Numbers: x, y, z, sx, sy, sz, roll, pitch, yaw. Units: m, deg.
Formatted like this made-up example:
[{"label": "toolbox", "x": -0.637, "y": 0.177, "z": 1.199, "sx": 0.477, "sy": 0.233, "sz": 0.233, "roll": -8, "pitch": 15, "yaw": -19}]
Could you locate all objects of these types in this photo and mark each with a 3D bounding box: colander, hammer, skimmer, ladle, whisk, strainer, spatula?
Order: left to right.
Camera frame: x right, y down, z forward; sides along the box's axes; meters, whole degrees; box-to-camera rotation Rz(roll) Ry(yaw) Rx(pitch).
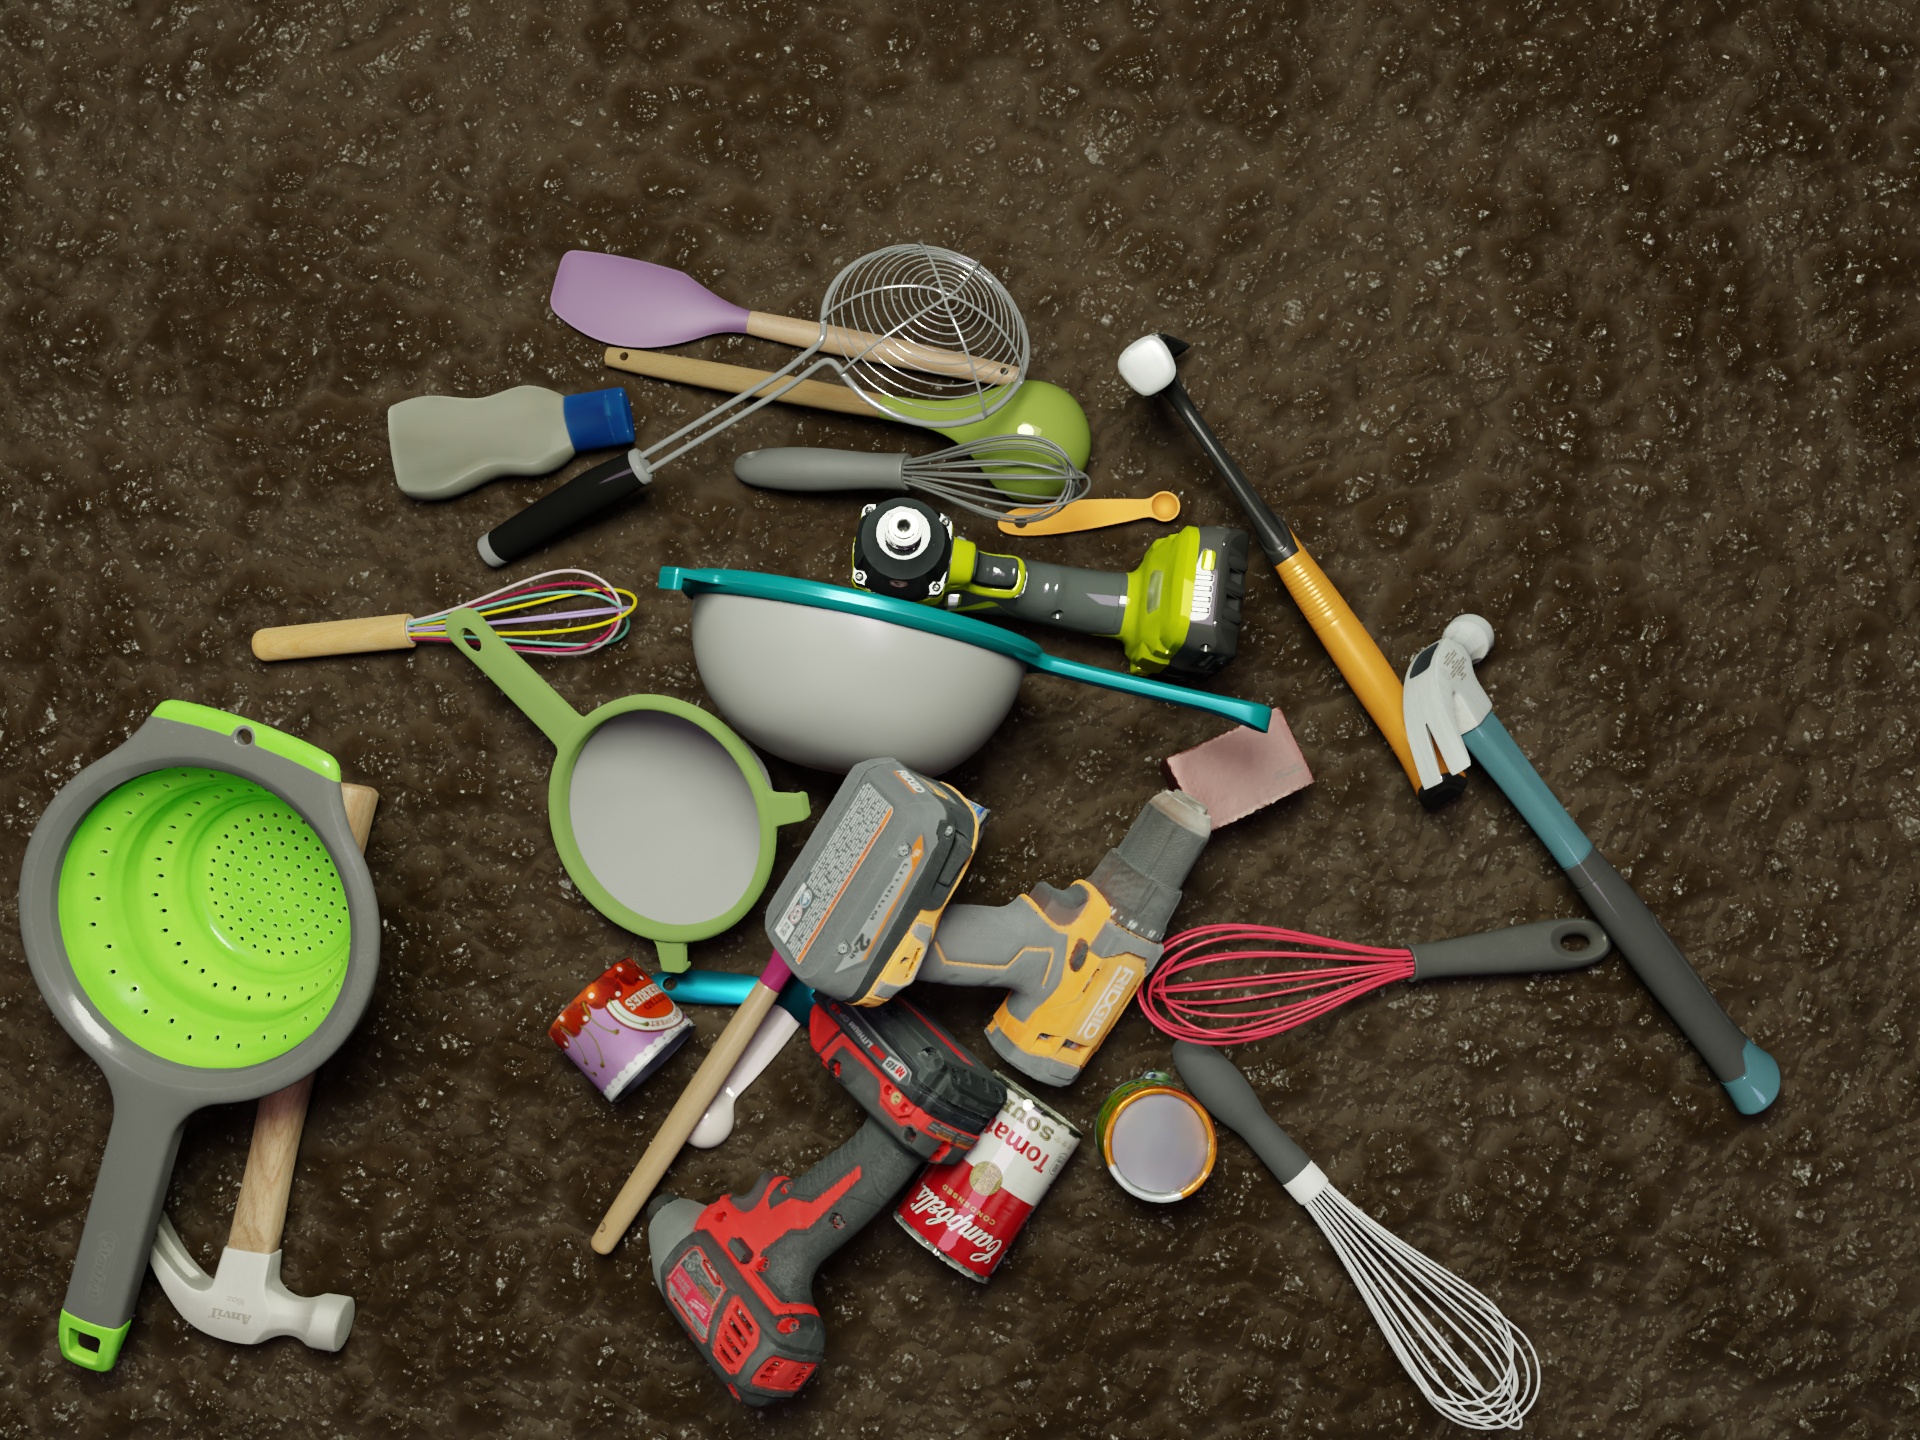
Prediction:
[{"label": "colander", "x": -0.435, "y": 0.180, "z": 0.915, "sx": 0.204, "sy": 0.094, "sz": 0.397, "roll": 19, "pitch": 99, "yaw": 2}, {"label": "hammer", "x": -0.405, "y": 0.201, "z": 0.962, "sx": 0.130, "sy": 0.031, "sz": 0.331, "roll": 8, "pitch": 81, "yaw": 1}, {"label": "whisk", "x": -0.323, "y": -0.059, "z": 1.000, "sx": 0.245, "sy": 0.051, "sz": 0.047, "roll": -5, "pitch": 61, "yaw": 4}, {"label": "strainer", "x": -0.205, "y": 0.017, "z": 0.964, "sx": 0.256, "sy": 0.069, "sz": 0.151, "roll": 43, "pitch": 113, "yaw": 8}, {"label": "skimmer", "x": -0.133, "y": -0.177, "z": 0.987, "sx": 0.363, "sy": 0.090, "sz": 0.127, "roll": -26, "pitch": 73, "yaw": 17}, {"label": "spatula", "x": -0.113, "y": -0.251, "z": 1.034, "sx": 0.316, "sy": 0.018, "sz": 0.060, "roll": 12, "pitch": 82, "yaw": 3}, {"label": "ladle", "x": -0.074, "y": -0.202, "z": 1.021, "sx": 0.320, "sy": 0.062, "sz": 0.078, "roll": 12, "pitch": 84, "yaw": 9}, {"label": "whisk", "x": -0.035, "y": -0.150, "z": 0.977, "sx": 0.239, "sy": 0.055, "sz": 0.055, "roll": 6, "pitch": 81, "yaw": 22}, {"label": "strainer", "x": -0.001, "y": -0.003, "z": 0.897, "sx": 0.340, "sy": 0.211, "sz": 0.095, "roll": 13, "pitch": 87, "yaw": 6}, {"label": "hammer", "x": 0.207, "y": -0.092, "z": 0.978, "sx": 0.034, "sy": 0.127, "sz": 0.337, "roll": -34, "pitch": 93, "yaw": 19}, {"label": "whisk", "x": 0.226, "y": 0.296, "z": 0.934, "sx": 0.070, "sy": 0.070, "sz": 0.285, "roll": -41, "pitch": 78, "yaw": -5}, {"label": "whisk", "x": 0.250, "y": 0.147, "z": 0.954, "sx": 0.296, "sy": 0.073, "sz": 0.073, "roll": -5, "pitch": 81, "yaw": -6}, {"label": "hammer", "x": 0.378, "y": 0.091, "z": 0.951, "sx": 0.331, "sy": 0.033, "sz": 0.128, "roll": 53, "pitch": 44, "yaw": 1}]

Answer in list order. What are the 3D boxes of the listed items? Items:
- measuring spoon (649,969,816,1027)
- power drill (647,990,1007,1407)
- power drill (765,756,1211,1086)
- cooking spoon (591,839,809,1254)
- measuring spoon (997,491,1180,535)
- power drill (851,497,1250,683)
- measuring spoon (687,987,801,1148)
[{"label": "measuring spoon", "x": -0.130, "y": 0.162, "z": 0.965, "sx": 0.128, "sy": 0.021, "sz": 0.042, "roll": 3, "pitch": 68, "yaw": 5}, {"label": "power drill", "x": -0.089, "y": 0.259, "z": 0.909, "sx": 0.143, "sy": 0.078, "sz": 0.219, "roll": 36, "pitch": 88, "yaw": 41}, {"label": "power drill", "x": 0.029, "y": 0.095, "z": 0.876, "sx": 0.226, "sy": 0.084, "sz": 0.185, "roll": 27, "pitch": 99, "yaw": -37}, {"label": "cooking spoon", "x": -0.127, "y": 0.179, "z": 0.944, "sx": 0.069, "sy": 0.017, "sz": 0.319, "roll": 32, "pitch": 88, "yaw": 42}, {"label": "measuring spoon", "x": 0.082, "y": -0.131, "z": 1.020, "sx": 0.117, "sy": 0.011, "sz": 0.021, "roll": -6, "pitch": 82, "yaw": 3}, {"label": "power drill", "x": 0.048, "y": -0.081, "z": 0.933, "sx": 0.223, "sy": 0.171, "sz": 0.080, "roll": 8, "pitch": 83, "yaw": -2}, {"label": "measuring spoon", "x": -0.127, "y": 0.206, "z": 0.965, "sx": 0.034, "sy": 0.018, "sz": 0.124, "roll": 37, "pitch": 83, "yaw": 6}]
